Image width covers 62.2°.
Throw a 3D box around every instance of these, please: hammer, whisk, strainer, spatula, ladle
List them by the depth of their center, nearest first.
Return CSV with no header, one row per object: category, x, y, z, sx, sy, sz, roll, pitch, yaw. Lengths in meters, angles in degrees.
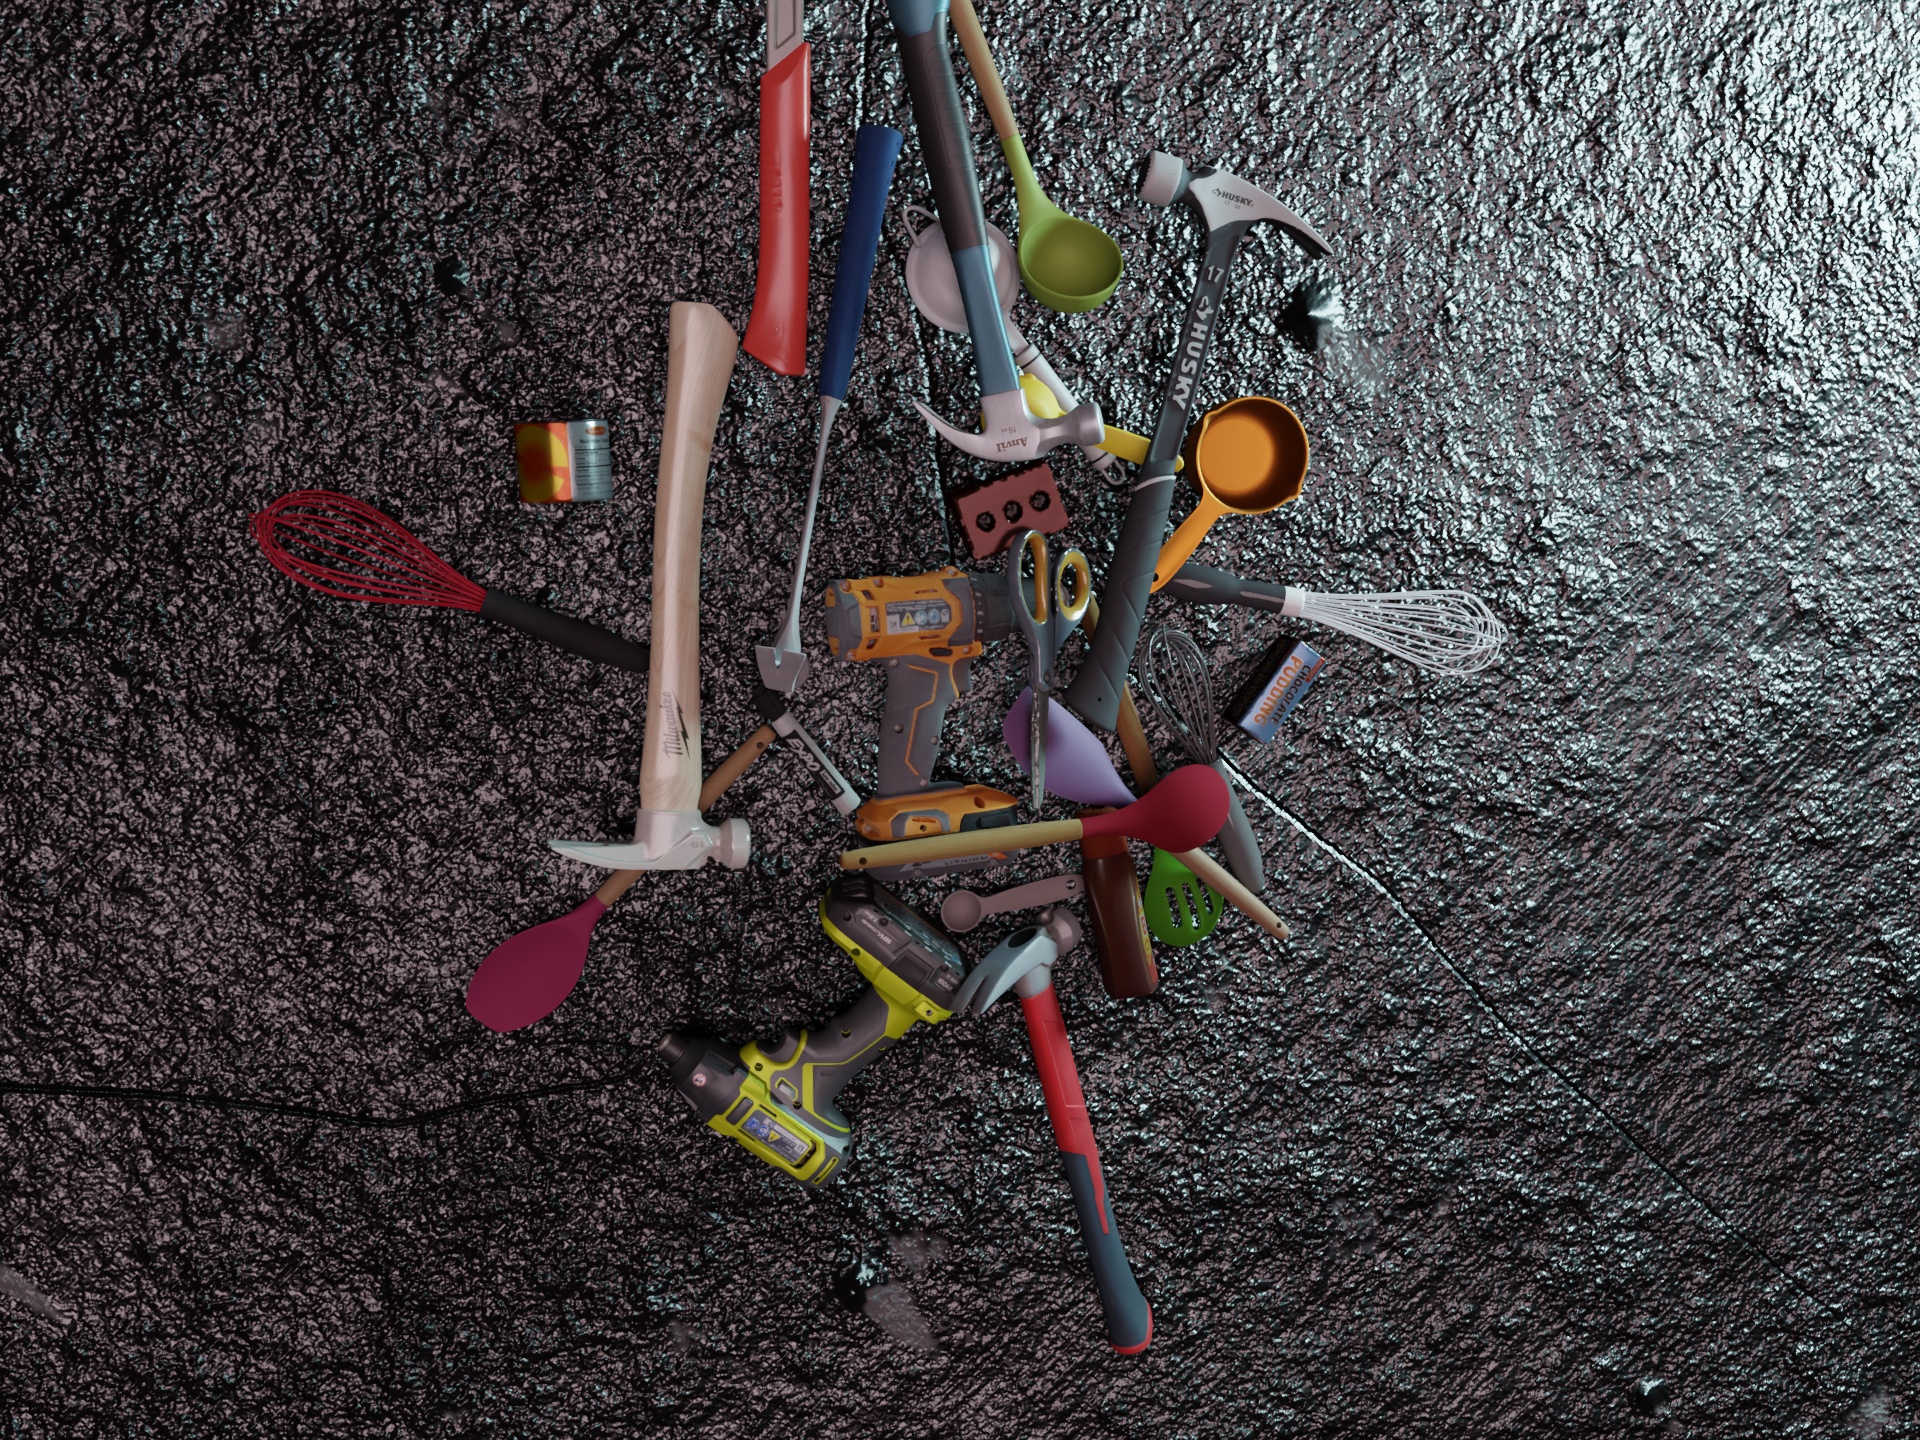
hammer,0.005,-0.344,1.114,0.128,0.033,0.331,-12,98,11
ladle,0.031,-0.441,1.124,0.078,0.062,0.320,-30,108,-21
hammer,-0.115,-0.428,1.130,0.149,0.037,0.359,0,100,-8
hammer,-0.094,-0.220,1.137,0.035,0.144,0.405,10,92,-3
whisk,-0.363,-0.093,1.149,0.295,0.073,0.073,21,97,-16
hammer,0.151,-0.191,1.156,0.149,0.036,0.409,14,95,-10
hammer,-0.216,-0.095,1.156,0.146,0.038,0.410,2,95,-21
ladle,0.064,0.082,1.177,0.315,0.031,0.069,-7,105,-18
strainer,0.046,-0.278,1.180,0.087,0.050,0.258,-42,107,-7
spatula,0.149,0.084,1.233,0.315,0.018,0.060,38,72,-23
whisk,0.289,-0.086,1.244,0.284,0.070,0.070,10,99,-5
whisk,0.196,0.034,1.256,0.055,0.055,0.238,-24,106,-3
hammer,0.086,0.352,1.271,0.038,0.143,0.386,-2,111,37

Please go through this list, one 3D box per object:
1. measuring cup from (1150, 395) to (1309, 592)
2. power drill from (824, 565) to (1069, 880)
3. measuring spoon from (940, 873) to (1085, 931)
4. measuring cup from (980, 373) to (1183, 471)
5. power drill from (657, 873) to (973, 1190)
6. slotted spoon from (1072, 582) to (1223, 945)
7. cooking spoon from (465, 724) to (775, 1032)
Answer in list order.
measuring cup,0.189,-0.169,1.213,0.095,0.052,0.173,37,95,-13
power drill,-0.002,-0.004,1.205,0.185,0.084,0.226,-7,97,-15
measuring spoon,0.042,0.141,1.272,0.124,0.018,0.034,-12,102,-13
measuring cup,0.089,-0.208,1.176,0.156,0.029,0.062,19,132,3
power drill,-0.111,0.237,1.236,0.171,0.080,0.223,39,96,-13
slotted spoon,0.143,0.039,1.258,0.070,0.031,0.313,-22,101,-10
cooking spoon,-0.257,0.120,1.221,0.319,0.017,0.068,-45,112,2
